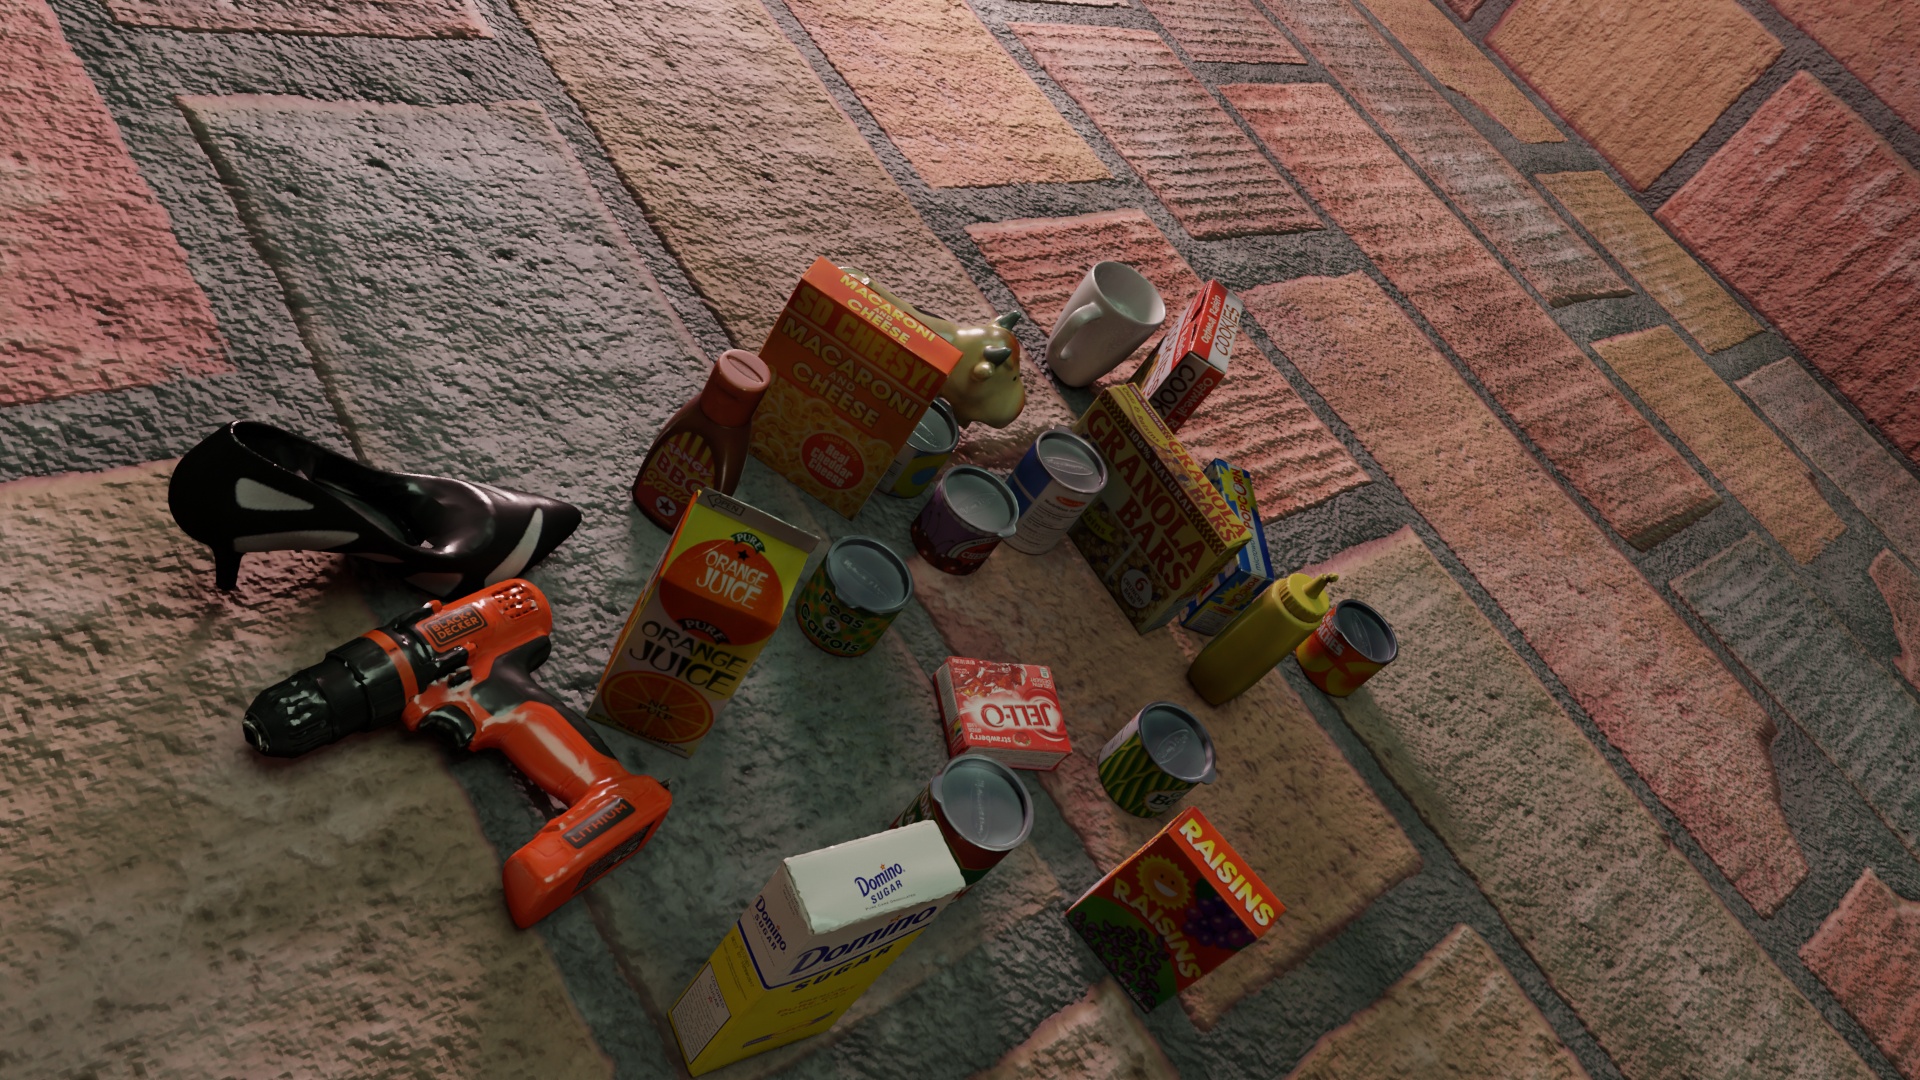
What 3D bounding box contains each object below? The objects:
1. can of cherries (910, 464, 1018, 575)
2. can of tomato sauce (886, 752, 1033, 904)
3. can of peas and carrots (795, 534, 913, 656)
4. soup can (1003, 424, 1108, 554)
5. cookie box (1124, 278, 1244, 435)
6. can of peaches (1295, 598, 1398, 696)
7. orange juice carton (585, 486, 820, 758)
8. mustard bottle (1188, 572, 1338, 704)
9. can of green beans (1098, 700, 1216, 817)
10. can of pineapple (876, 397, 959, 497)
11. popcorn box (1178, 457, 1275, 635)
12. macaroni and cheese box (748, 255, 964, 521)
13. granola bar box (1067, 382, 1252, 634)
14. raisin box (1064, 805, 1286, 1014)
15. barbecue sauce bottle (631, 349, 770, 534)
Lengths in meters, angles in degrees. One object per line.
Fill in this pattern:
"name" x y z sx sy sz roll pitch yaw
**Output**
"can of cherries" 0.004 -0.013 1.072 0.071 0.058 0.072 19 45 -20
"can of tomato sauce" -0.005 0.182 0.871 0.071 0.082 0.071 19 45 -20
"can of peas and carrots" -0.075 0.040 0.969 0.071 0.058 0.071 19 45 -20
"soup can" 0.069 -0.041 1.123 0.071 0.083 0.072 19 45 -20
"cookie box" 0.178 -0.133 1.218 0.040 0.166 0.123 31 42 -7
"can of peaches" 0.332 0.093 1.201 0.071 0.057 0.071 19 45 -20
"orange juice carton" -0.150 0.041 0.817 0.072 0.191 0.073 25 43 -13
"mustard bottle" 0.243 0.068 1.086 0.065 0.159 0.049 -25 70 -45
"can of green beans" 0.142 0.160 1.011 0.071 0.057 0.071 19 45 -20
"can of pineapple" -0.041 -0.076 1.099 0.071 0.057 0.071 19 45 -20
"popcorn box" 0.217 0.005 1.181 0.038 0.084 0.127 17 45 -22
"macaroni and cheese box" -0.090 -0.108 1.012 0.124 0.165 0.040 34 41 -4
"granola bar box" 0.145 -0.026 1.131 0.039 0.123 0.166 -15 63 -42
"raisin box" 0.135 0.237 0.887 0.086 0.122 0.040 49 43 13
"barbecue sauce bottle" -0.170 -0.066 0.933 0.065 0.147 0.044 37 41 0
